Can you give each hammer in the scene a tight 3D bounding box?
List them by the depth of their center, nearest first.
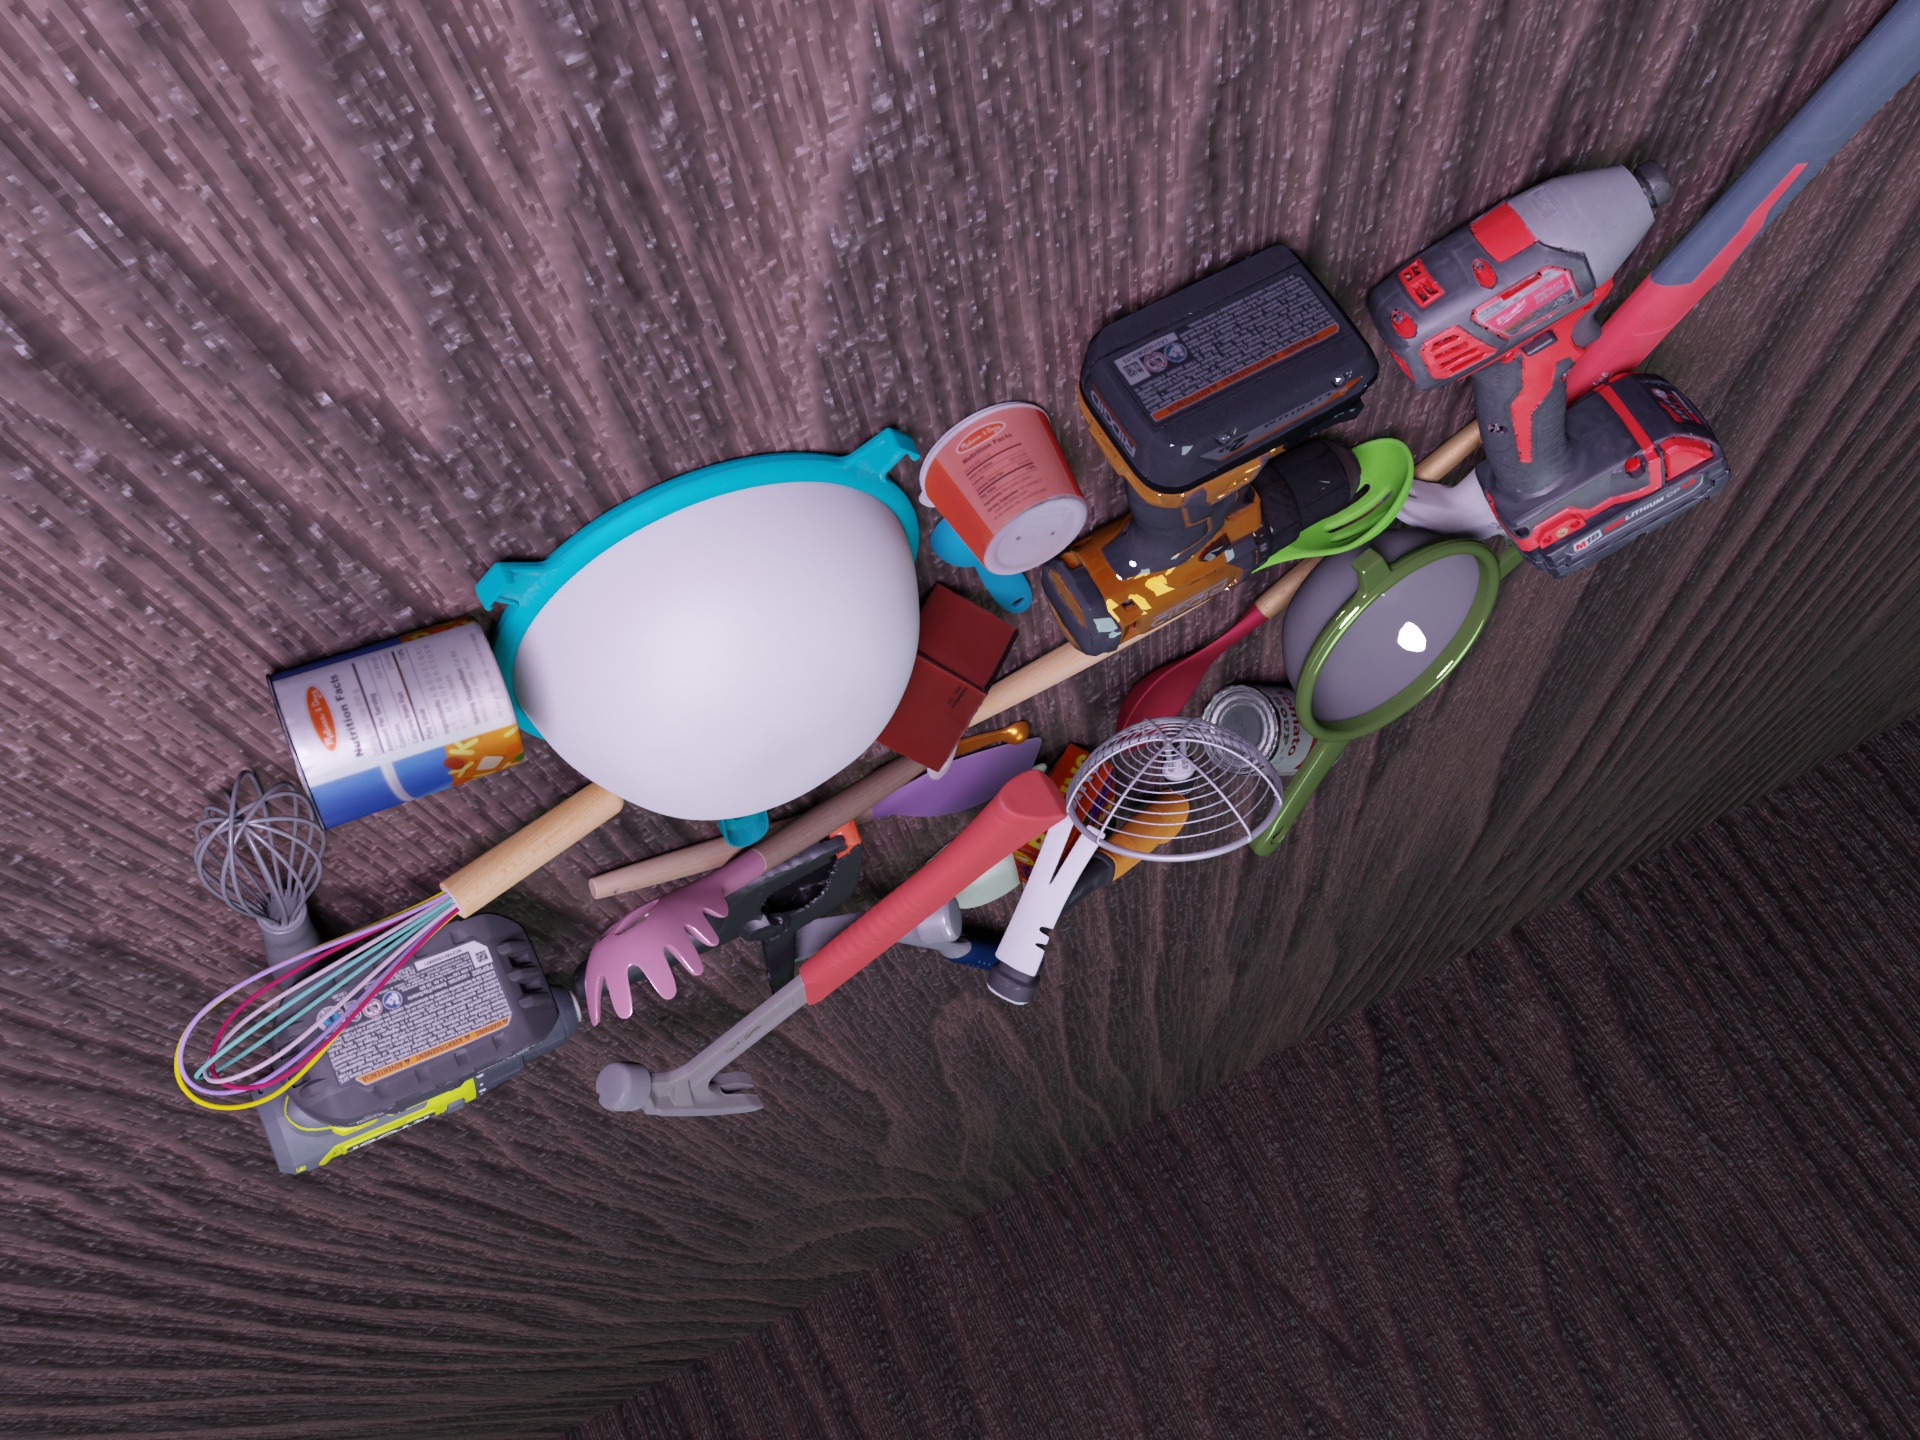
[{"bbox_3d":[0.378,-0.243,0.848,0.143,0.038,0.386,8,136,-30],"label":"hammer"},{"bbox_3d":[-0.068,0.152,1.023,0.359,0.037,0.149,-40,150,21],"label":"hammer"},{"bbox_3d":[0.110,0.092,1.128,0.337,0.034,0.127,-24,138,-66],"label":"hammer"},{"bbox_3d":[-0.013,0.179,1.257,0.144,0.035,0.405,-10,166,16],"label":"hammer"}]

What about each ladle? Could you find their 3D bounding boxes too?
[{"bbox_3d":[0.213,-0.086,1.016,0.315,0.031,0.069,-42,158,23],"label":"ladle"}]

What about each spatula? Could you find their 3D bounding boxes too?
[{"bbox_3d":[-0.082,0.064,1.001,0.316,0.018,0.059,-15,142,-30],"label":"spatula"}]

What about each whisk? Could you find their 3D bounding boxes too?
[{"bbox_3d":[-0.324,0.088,0.756,0.055,0.055,0.238,-18,159,-24],"label":"whisk"},{"bbox_3d":[-0.266,0.104,0.779,0.245,0.047,0.051,-37,165,-29],"label":"whisk"}]

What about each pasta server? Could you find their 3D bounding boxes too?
[{"bbox_3d":[-0.093,0.074,0.861,0.060,0.040,0.316,-19,-173,34],"label":"pasta server"}]

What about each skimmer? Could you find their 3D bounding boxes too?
[{"bbox_3d":[0.146,0.055,1.067,0.127,0.090,0.363,-3,173,9],"label":"skimmer"}]

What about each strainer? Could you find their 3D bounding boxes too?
[{"bbox_3d":[-0.102,0.013,0.780,0.211,0.095,0.340,-22,155,-15],"label":"strainer"},{"bbox_3d":[0.228,-0.025,0.990,0.151,0.069,0.256,-8,137,-37],"label":"strainer"}]

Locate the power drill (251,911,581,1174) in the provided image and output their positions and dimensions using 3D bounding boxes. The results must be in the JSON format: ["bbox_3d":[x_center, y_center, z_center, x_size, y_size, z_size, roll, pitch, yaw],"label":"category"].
[{"bbox_3d":[-0.297,0.181,0.897,0.190,0.080,0.228,-20,168,-27],"label":"power drill"}]

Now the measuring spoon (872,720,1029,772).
[{"bbox_3d":[-0.005,0.023,1.011,0.117,0.011,0.021,-17,154,-25],"label":"measuring spoon"}]

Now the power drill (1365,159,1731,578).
[{"bbox_3d":[0.310,-0.180,0.811,0.143,0.079,0.219,-31,138,18],"label":"power drill"}]

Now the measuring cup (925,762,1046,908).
[{"bbox_3d":[0.033,0.086,1.147,0.083,0.038,0.167,-14,155,-31],"label":"measuring cup"}]

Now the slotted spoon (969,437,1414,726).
[{"bbox_3d":[0.122,-0.069,0.926,0.314,0.070,0.031,-29,131,15],"label":"slotted spoon"}]

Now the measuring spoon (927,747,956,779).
[{"bbox_3d":[-0.001,-0.003,0.929,0.034,0.018,0.124,-19,144,-27],"label":"measuring spoon"}]

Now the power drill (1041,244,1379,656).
[{"bbox_3d":[0.135,-0.128,0.781,0.185,0.084,0.226,-28,161,-11],"label":"power drill"}]

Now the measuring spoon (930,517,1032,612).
[{"bbox_3d":[0.020,-0.076,0.825,0.042,0.021,0.128,-31,156,6],"label":"measuring spoon"}]
